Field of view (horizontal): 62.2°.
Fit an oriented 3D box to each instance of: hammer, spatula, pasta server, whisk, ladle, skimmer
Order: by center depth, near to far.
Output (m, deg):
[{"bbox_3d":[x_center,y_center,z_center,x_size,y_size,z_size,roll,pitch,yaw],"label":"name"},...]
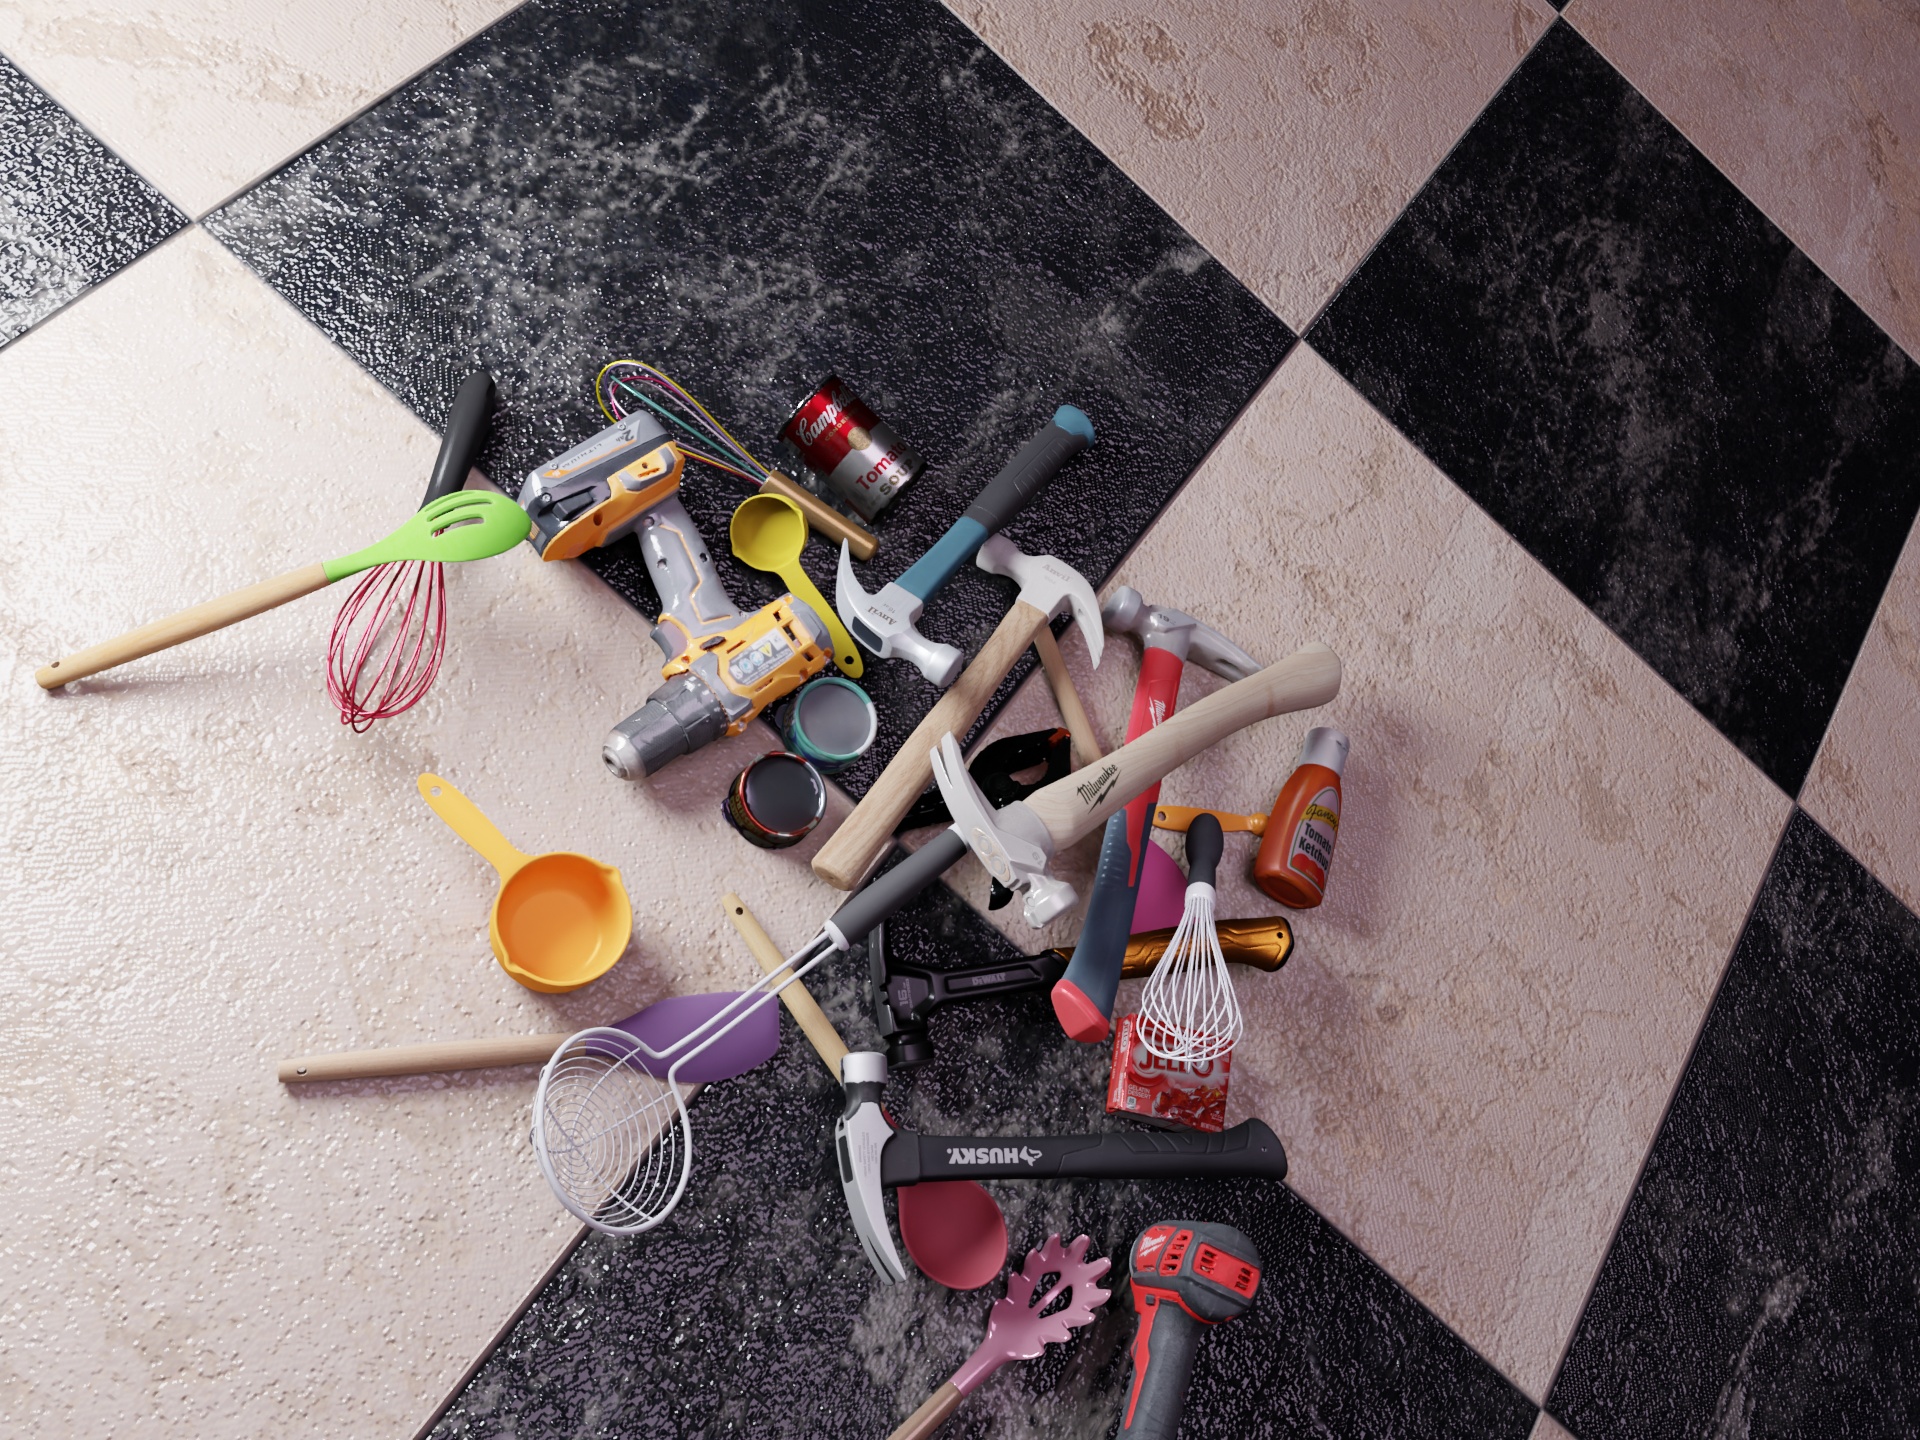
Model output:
[{"bbox_3d":[-0.268,0.213,1.024,0.315,0.018,0.060,0,88,-23],"label":"spatula"},{"bbox_3d":[-0.021,0.453,1.032,0.316,0.040,0.060,-35,71,-28],"label":"pasta server"},{"bbox_3d":[-0.117,0.181,1.034,0.363,0.090,0.127,-37,104,-21],"label":"skimmer"},{"bbox_3d":[-0.365,-0.122,1.086,0.073,0.073,0.296,18,60,-17],"label":"whisk"},{"bbox_3d":[-0.073,0.250,1.092,0.069,0.031,0.315,-33,84,-25],"label":"ladle"},{"bbox_3d":[0.078,0.306,1.096,0.334,0.035,0.146,6,64,-22],"label":"hammer"},{"bbox_3d":[0.173,0.149,1.150,0.070,0.070,0.285,34,31,-9],"label":"whisk"},{"bbox_3d":[0.096,0.172,1.179,0.336,0.034,0.127,-4,74,-21],"label":"hammer"},{"bbox_3d":[-0.002,-0.004,1.184,0.130,0.031,0.331,28,59,14],"label":"hammer"},{"bbox_3d":[0.156,0.010,1.204,0.410,0.038,0.146,-26,78,-39],"label":"hammer"},{"bbox_3d":[0.144,0.072,1.208,0.143,0.038,0.387,27,53,-14],"label":"hammer"},{"bbox_3d":[-0.168,-0.193,1.211,0.245,0.051,0.047,33,83,-14],"label":"whisk"},{"bbox_3d":[0.018,-0.156,1.245,0.128,0.033,0.331,31,50,11],"label":"hammer"}]

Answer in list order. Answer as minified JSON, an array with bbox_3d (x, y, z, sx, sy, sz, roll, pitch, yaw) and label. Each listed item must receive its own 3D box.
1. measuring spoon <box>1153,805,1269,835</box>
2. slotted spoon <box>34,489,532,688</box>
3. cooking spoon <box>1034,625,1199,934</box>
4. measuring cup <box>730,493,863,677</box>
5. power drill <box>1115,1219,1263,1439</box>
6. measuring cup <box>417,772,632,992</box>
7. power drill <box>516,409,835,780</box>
[{"bbox_3d":[0.201,0.080,1.281,0.117,0.011,0.021,6,69,-22],"label":"measuring spoon"},{"bbox_3d":[-0.429,-0.083,1.013,0.313,0.031,0.070,-23,48,-10],"label":"slotted spoon"},{"bbox_3d":[0.110,0.045,1.251,0.068,0.017,0.319,-17,79,-22],"label":"cooking spoon"},{"bbox_3d":[-0.116,-0.101,1.201,0.062,0.029,0.156,-30,100,13],"label":"measuring cup"},{"bbox_3d":[0.119,0.437,1.048,0.078,0.143,0.220,28,69,-7],"label":"power drill"},{"bbox_3d":[-0.292,0.104,1.037,0.173,0.052,0.095,45,60,0],"label":"measuring cup"},{"bbox_3d":[-0.221,-0.083,1.123,0.185,0.084,0.226,-38,93,-28],"label":"power drill"}]
